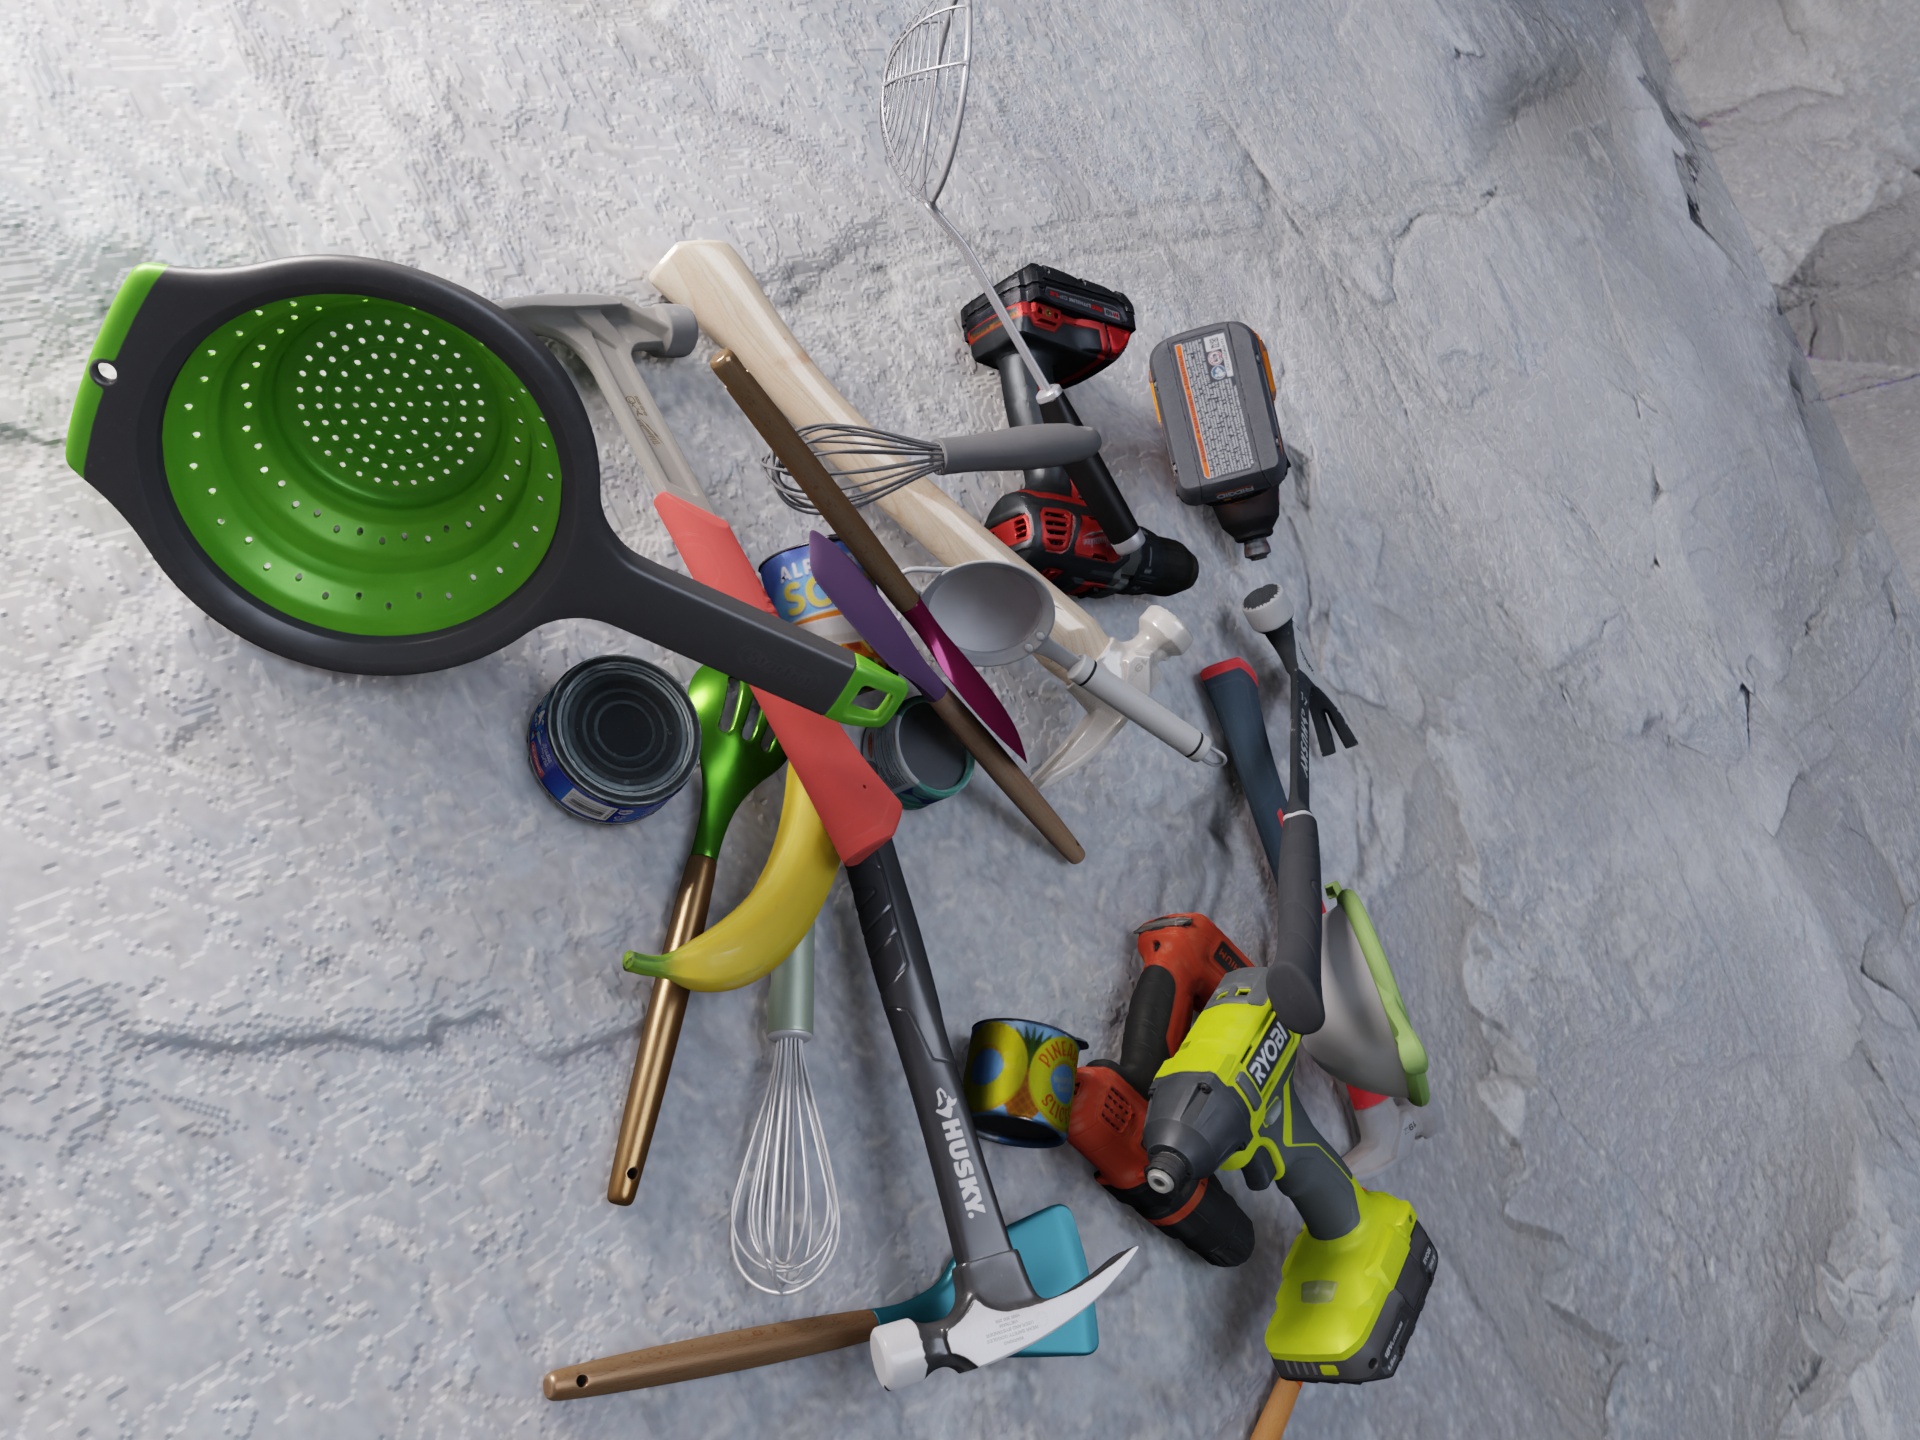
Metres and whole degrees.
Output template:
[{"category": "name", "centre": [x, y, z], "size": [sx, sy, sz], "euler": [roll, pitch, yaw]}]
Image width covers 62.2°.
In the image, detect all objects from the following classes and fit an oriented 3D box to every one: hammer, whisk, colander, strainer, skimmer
[{"category": "hammer", "centre": [-0.016, 0.176, 0.875], "size": [0.146, 0.035, 0.335], "euler": [-9, 67, -20]}, {"category": "whisk", "centre": [-0.092, 0.177, 0.849], "size": [0.057, 0.059, 0.247], "euler": [62, 24, -61]}, {"category": "hammer", "centre": [0.245, 0.142, 1.173], "size": [0.143, 0.038, 0.386], "euler": [-13, 82, -43]}, {"category": "colander", "centre": [-0.203, -0.099, 0.775], "size": [0.396, 0.204, 0.095], "euler": [24, 27, -24]}, {"category": "whisk", "centre": [-0.011, -0.160, 0.962], "size": [0.239, 0.055, 0.055], "euler": [-11, 81, -30]}, {"category": "strainer", "centre": [0.252, 0.196, 1.023], "size": [0.256, 0.069, 0.151], "euler": [-7, 79, -82]}, {"category": "hammer", "centre": [-0.039, -0.136, 1.006], "size": [0.410, 0.038, 0.146], "euler": [43, 84, -13]}, {"category": "strainer", "centre": [0.069, -0.037, 1.000], "size": [0.258, 0.087, 0.050], "euler": [33, 37, -19]}, {"category": "hammer", "centre": [-0.138, -0.082, 0.868], "size": [0.149, 0.036, 0.359], "euler": [-16, 72, -46]}, {"category": "skimmer", "centre": [0.052, -0.278, 1.021], "size": [0.363, 0.090, 0.127], "euler": [58, 0, -20]}, {"category": "hammer", "centre": [0.235, 0.062, 1.100], "size": [0.149, 0.036, 0.409], "euler": [56, 27, -24]}]

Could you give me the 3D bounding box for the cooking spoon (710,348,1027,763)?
[{"category": "cooking spoon", "centre": [-0.043, -0.085, 0.909], "size": [0.318, 0.017, 0.069], "euler": [51, 6, -34]}]

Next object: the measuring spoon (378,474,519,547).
[{"category": "measuring spoon", "centre": [-0.244, -0.104, 0.839], "size": [0.124, 0.018, 0.034], "euler": [22, 59, -34]}]

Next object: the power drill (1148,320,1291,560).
[{"category": "power drill", "centre": [0.202, -0.204, 1.191], "size": [0.226, 0.084, 0.164], "euler": [-14, 91, -76]}]

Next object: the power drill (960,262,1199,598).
[{"category": "power drill", "centre": [0.090, -0.195, 1.145], "size": [0.187, 0.080, 0.227], "euler": [5, 72, -41]}]

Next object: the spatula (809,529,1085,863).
[{"category": "spatula", "centre": [-0.002, -0.003, 0.956], "size": [0.315, 0.018, 0.060], "euler": [50, 23, -39]}]

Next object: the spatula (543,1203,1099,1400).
[{"category": "spatula", "centre": [-0.061, 0.312, 0.819], "size": [0.317, 0.044, 0.082], "euler": [6, 64, -40]}]

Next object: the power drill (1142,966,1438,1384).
[{"category": "power drill", "centre": [0.196, 0.288, 0.973], "size": [0.223, 0.080, 0.171], "euler": [58, 43, -13]}]

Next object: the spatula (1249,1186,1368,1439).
[{"category": "spatula", "centre": [0.208, 0.443, 1.014], "size": [0.081, 0.041, 0.323], "euler": [53, 47, -13]}]

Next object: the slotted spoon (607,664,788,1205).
[{"category": "slotted spoon", "centre": [-0.141, 0.099, 0.846], "size": [0.070, 0.031, 0.314], "euler": [26, 58, -27]}]
